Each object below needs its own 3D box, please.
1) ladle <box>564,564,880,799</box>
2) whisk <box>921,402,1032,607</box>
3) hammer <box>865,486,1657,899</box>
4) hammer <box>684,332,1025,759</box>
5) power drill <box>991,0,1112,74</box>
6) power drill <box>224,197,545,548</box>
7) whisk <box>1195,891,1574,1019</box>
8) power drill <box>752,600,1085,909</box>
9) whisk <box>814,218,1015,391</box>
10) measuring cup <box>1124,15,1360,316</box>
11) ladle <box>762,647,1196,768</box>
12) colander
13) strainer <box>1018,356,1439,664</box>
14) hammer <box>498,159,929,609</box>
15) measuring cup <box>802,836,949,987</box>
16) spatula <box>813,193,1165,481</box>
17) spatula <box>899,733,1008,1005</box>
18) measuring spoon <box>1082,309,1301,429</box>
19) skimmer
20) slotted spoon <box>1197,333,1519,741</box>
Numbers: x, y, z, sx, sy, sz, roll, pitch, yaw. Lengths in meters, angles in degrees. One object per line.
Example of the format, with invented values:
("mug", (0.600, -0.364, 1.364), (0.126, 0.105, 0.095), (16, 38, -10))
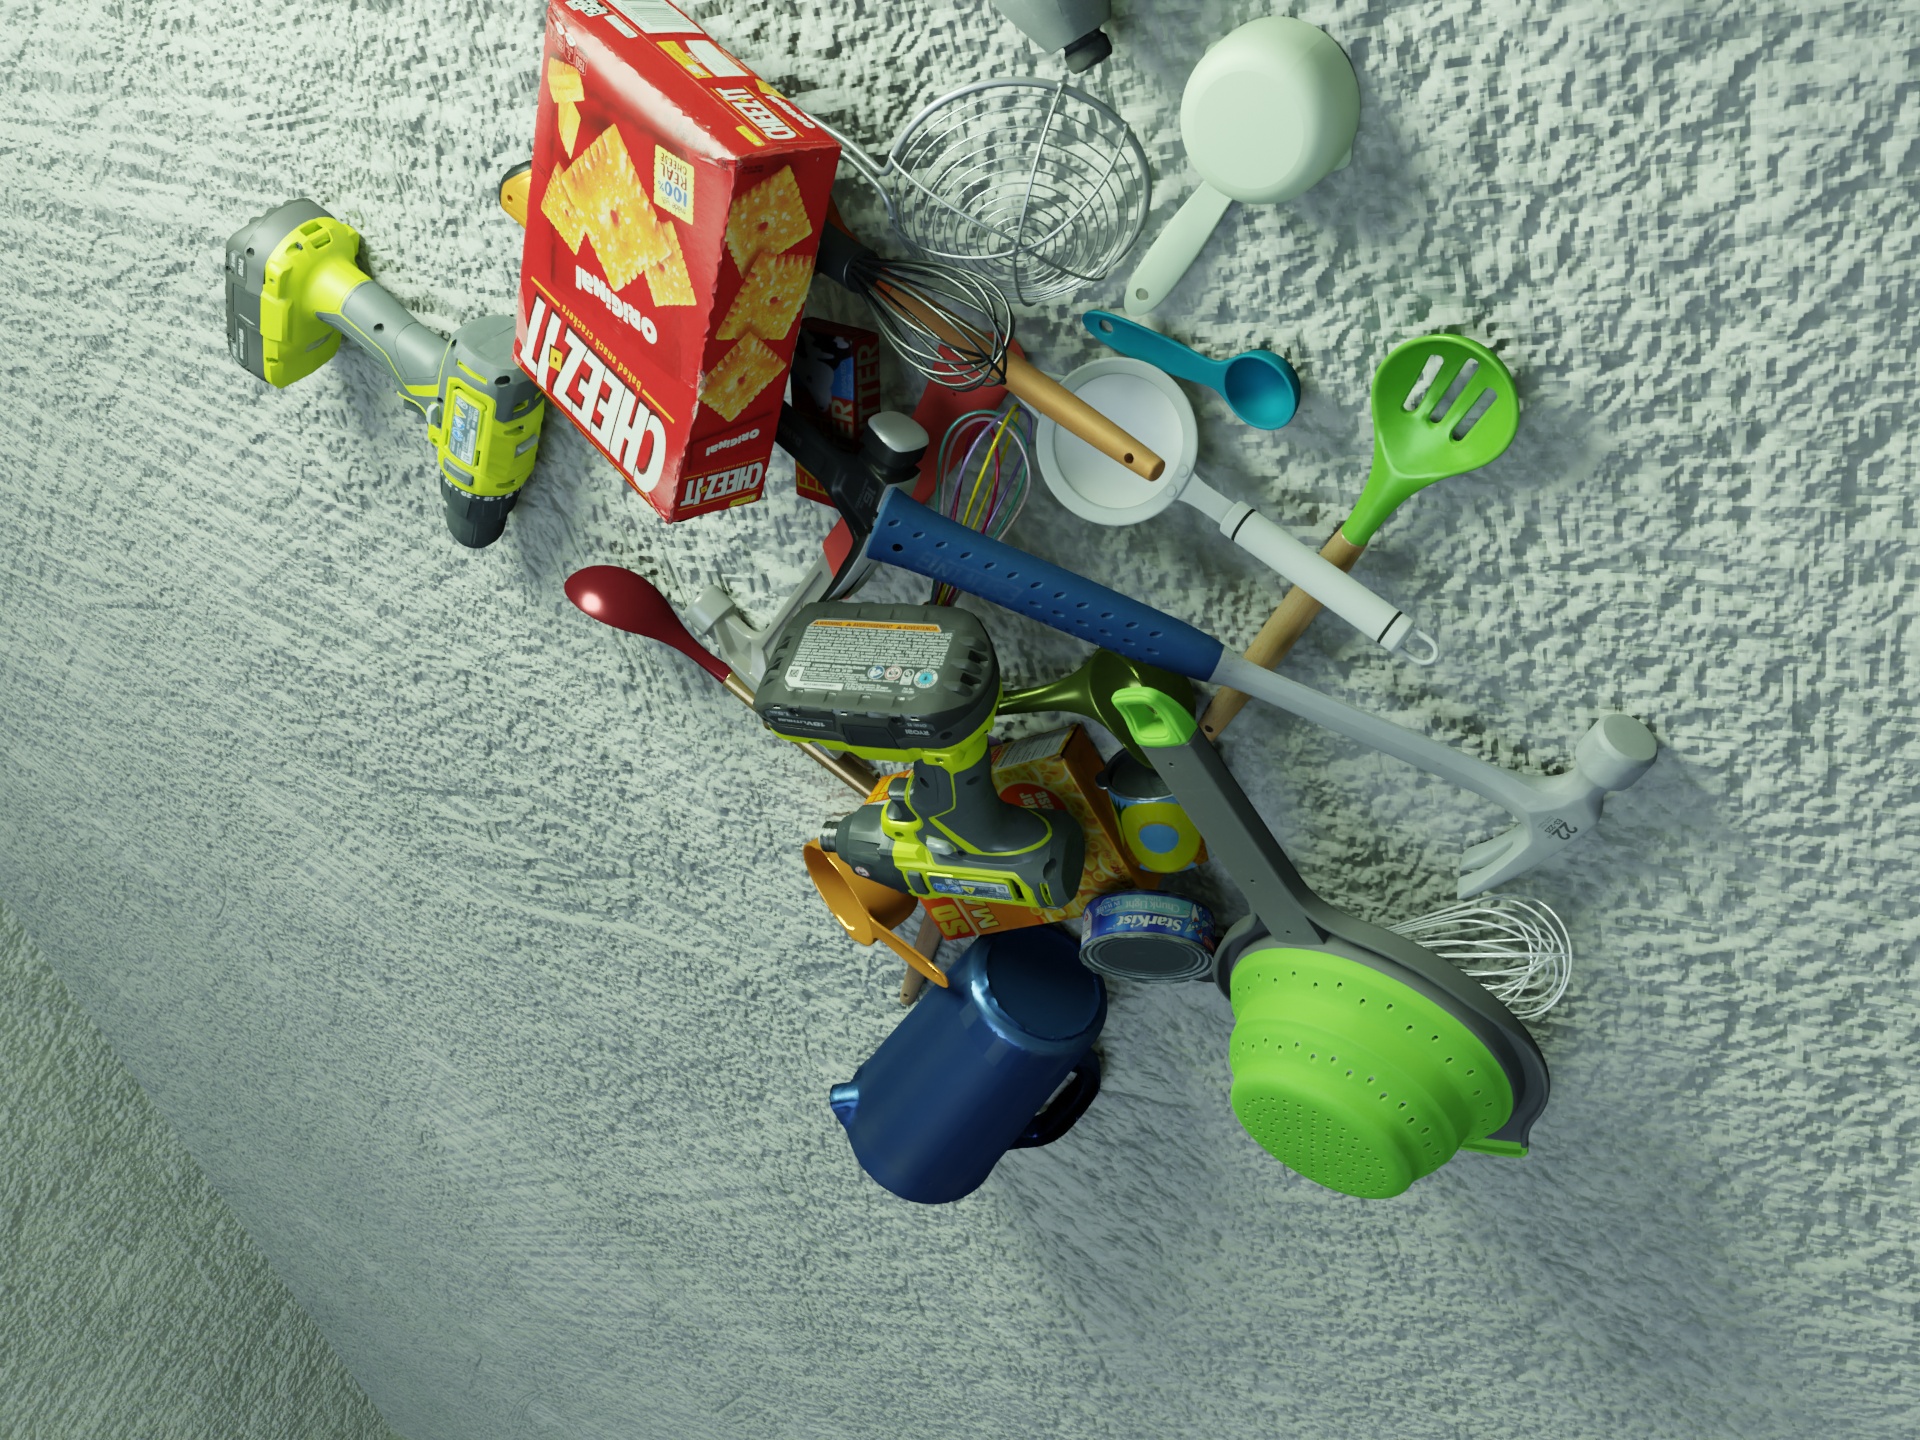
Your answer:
("ladle", (-0.145, -0.014, 1.130), (0.315, 0.069, 0.031), (38, 121, -4))
("whisk", (-0.009, -0.078, 0.912), (0.051, 0.047, 0.244), (6, 132, -17))
("hammer", (0.142, -0.021, 0.839), (0.405, 0.035, 0.144), (23, 139, 0))
("hammer", (-0.054, -0.107, 0.986), (0.149, 0.037, 0.359), (43, 139, -2))
("power drill", (0.082, -0.361, 0.636), (0.220, 0.078, 0.143), (-9, 118, 45))
("power drill", (-0.394, -0.236, 1.108), (0.228, 0.080, 0.190), (35, 138, 4))
("whisk", (0.237, 0.143, 0.966), (0.285, 0.070, 0.070), (-10, 118, 48))
("power drill", (-0.030, 0.032, 0.943), (0.171, 0.080, 0.223), (4, 144, 21))
("whisk", (-0.051, -0.223, 0.784), (0.239, 0.055, 0.055), (41, 145, 38))
("measuring cup", (0.115, -0.243, 0.736), (0.083, 0.038, 0.167), (41, 137, 1))
("ladle", (-0.002, -0.003, 0.992), (0.320, 0.062, 0.078), (-4, 117, 32))
("colander", (0.180, 0.150, 0.888), (0.204, 0.094, 0.396), (-4, 131, 50))
("strainer", (0.135, -0.106, 0.816), (0.258, 0.050, 0.087), (38, 113, 15))
("hammer", (-0.157, -0.212, 0.921), (0.337, 0.034, 0.127), (44, 134, 18))
("measuring cup", (-0.044, 0.131, 1.131), (0.174, 0.052, 0.095), (33, 148, 44))
("spatula", (-0.023, -0.211, 0.834), (0.323, 0.041, 0.081), (39, 124, 25))
("spatula", (-0.007, 0.119, 1.157), (0.060, 0.018, 0.315), (29, 137, 10))
("measuring spoon", (0.118, -0.186, 0.805), (0.129, 0.021, 0.042), (30, 147, 26))
("skimmer", (-0.071, -0.327, 0.815), (0.363, 0.090, 0.127), (38, 153, 21))
("slotted spoon", (0.191, -0.081, 0.827), (0.070, 0.031, 0.313), (36, 141, 7))
